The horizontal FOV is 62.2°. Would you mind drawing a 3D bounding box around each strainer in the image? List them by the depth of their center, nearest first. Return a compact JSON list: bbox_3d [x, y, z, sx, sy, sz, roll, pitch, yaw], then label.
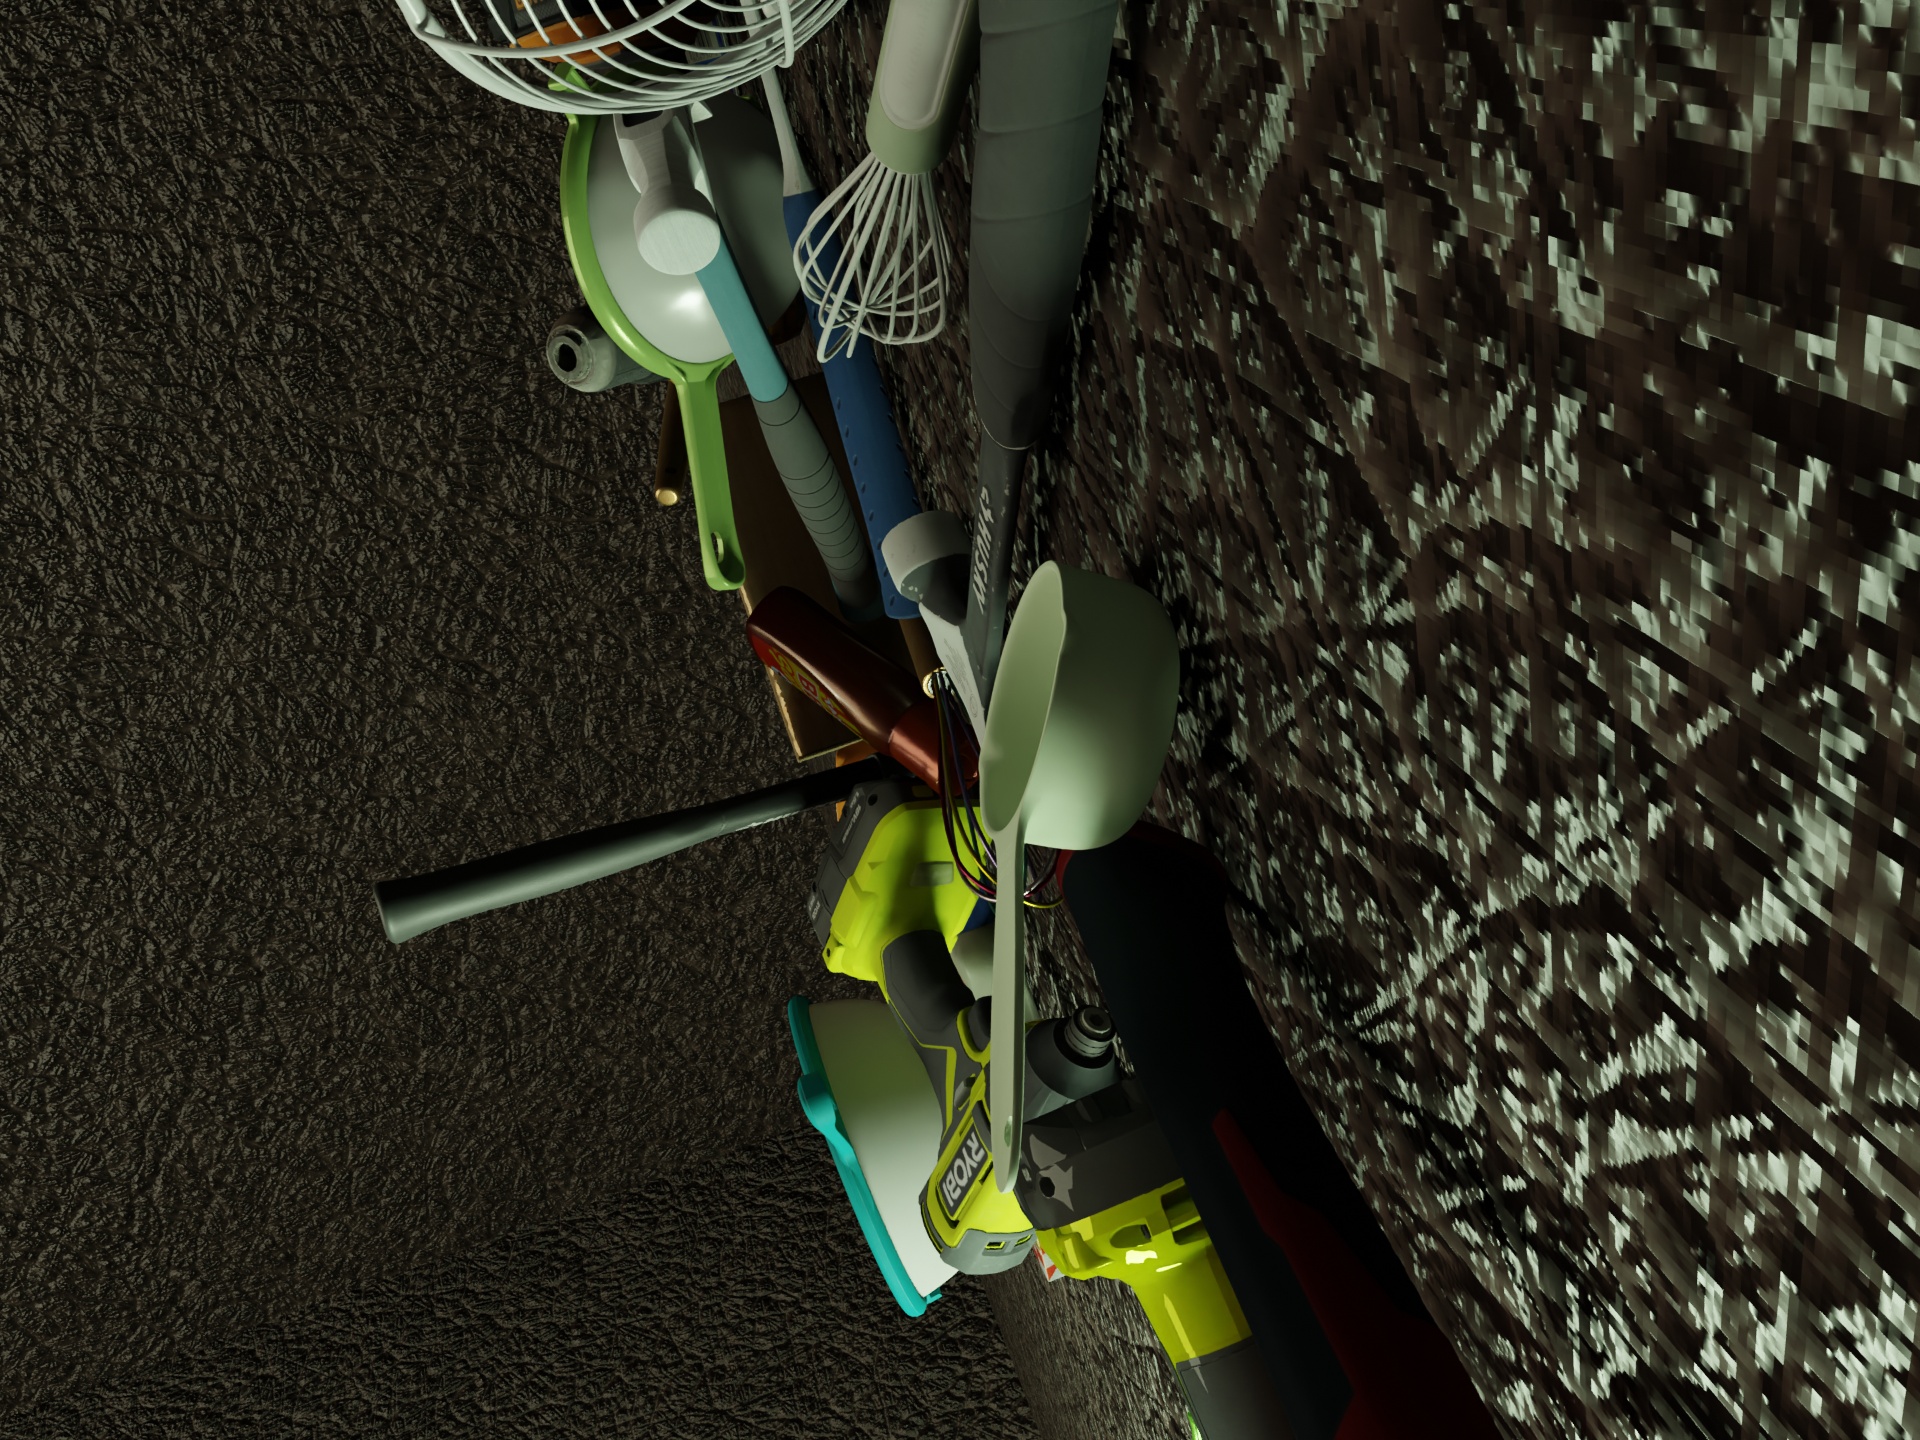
[{"bbox_3d":[-0.112,-0.192,0.779,0.151,0.069,0.256,-23,-70,-58],"label":"strainer"},{"bbox_3d":[-0.032,0.235,0.951,0.340,0.095,0.211,83,165,-68],"label":"strainer"}]

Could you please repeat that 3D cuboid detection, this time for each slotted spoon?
[{"bbox_3d":[-0.154,-0.223,0.929,0.314,0.070,0.031,-92,12,-46],"label":"slotted spoon"}]

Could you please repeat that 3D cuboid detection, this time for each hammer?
[{"bbox_3d":[0.066,0.137,0.301,0.387,0.143,0.038,-114,8,-59],"label":"hammer"},{"bbox_3d":[0.014,-0.081,0.474,0.408,0.036,0.149,94,155,-70],"label":"hammer"},{"bbox_3d":[-0.072,-0.240,0.687,0.144,0.035,0.405,-130,23,-68],"label":"hammer"},{"bbox_3d":[-0.084,-0.145,0.725,0.330,0.033,0.128,68,-175,-58],"label":"hammer"},{"bbox_3d":[-0.146,0.057,0.858,0.146,0.334,0.035,-30,77,56],"label":"hammer"}]

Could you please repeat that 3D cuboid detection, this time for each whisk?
[{"bbox_3d":[-0.017,-0.164,0.458,0.058,0.059,0.246,33,167,-3],"label":"whisk"},{"bbox_3d":[0.000,-0.001,0.737,0.245,0.047,0.051,-111,19,-46],"label":"whisk"}]

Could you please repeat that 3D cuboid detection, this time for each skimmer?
[{"bbox_3d":[-0.067,-0.222,0.426,0.090,0.127,0.364,39,-166,-18],"label":"skimmer"}]

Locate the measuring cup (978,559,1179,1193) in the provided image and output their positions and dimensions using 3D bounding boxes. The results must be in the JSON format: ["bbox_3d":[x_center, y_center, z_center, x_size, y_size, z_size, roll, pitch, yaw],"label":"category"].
[{"bbox_3d":[0.030,0.038,0.409,0.083,0.038,0.168,120,157,-60],"label":"measuring cup"}]

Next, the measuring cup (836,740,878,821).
[{"bbox_3d":[-0.044,0.020,1.087,0.095,0.052,0.174,76,-164,-47],"label":"measuring cup"}]

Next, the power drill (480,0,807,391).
[{"bbox_3d":[-0.170,-0.285,0.820,0.185,0.084,0.226,-42,-58,-53],"label":"power drill"}]

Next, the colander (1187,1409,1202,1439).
[{"bbox_3d":[0.138,0.438,0.588,0.398,0.094,0.204,-121,15,-56],"label":"colander"}]

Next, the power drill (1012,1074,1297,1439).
[{"bbox_3d":[0.091,0.227,0.505,0.190,0.080,0.229,98,149,-72],"label":"power drill"}]

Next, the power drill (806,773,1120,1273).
[{"bbox_3d":[0.003,0.138,0.804,0.223,0.080,0.171,62,141,40],"label":"power drill"}]

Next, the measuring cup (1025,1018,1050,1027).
[{"bbox_3d":[0.067,0.191,0.793,0.157,0.029,0.062,-162,62,-65],"label":"measuring cup"}]
